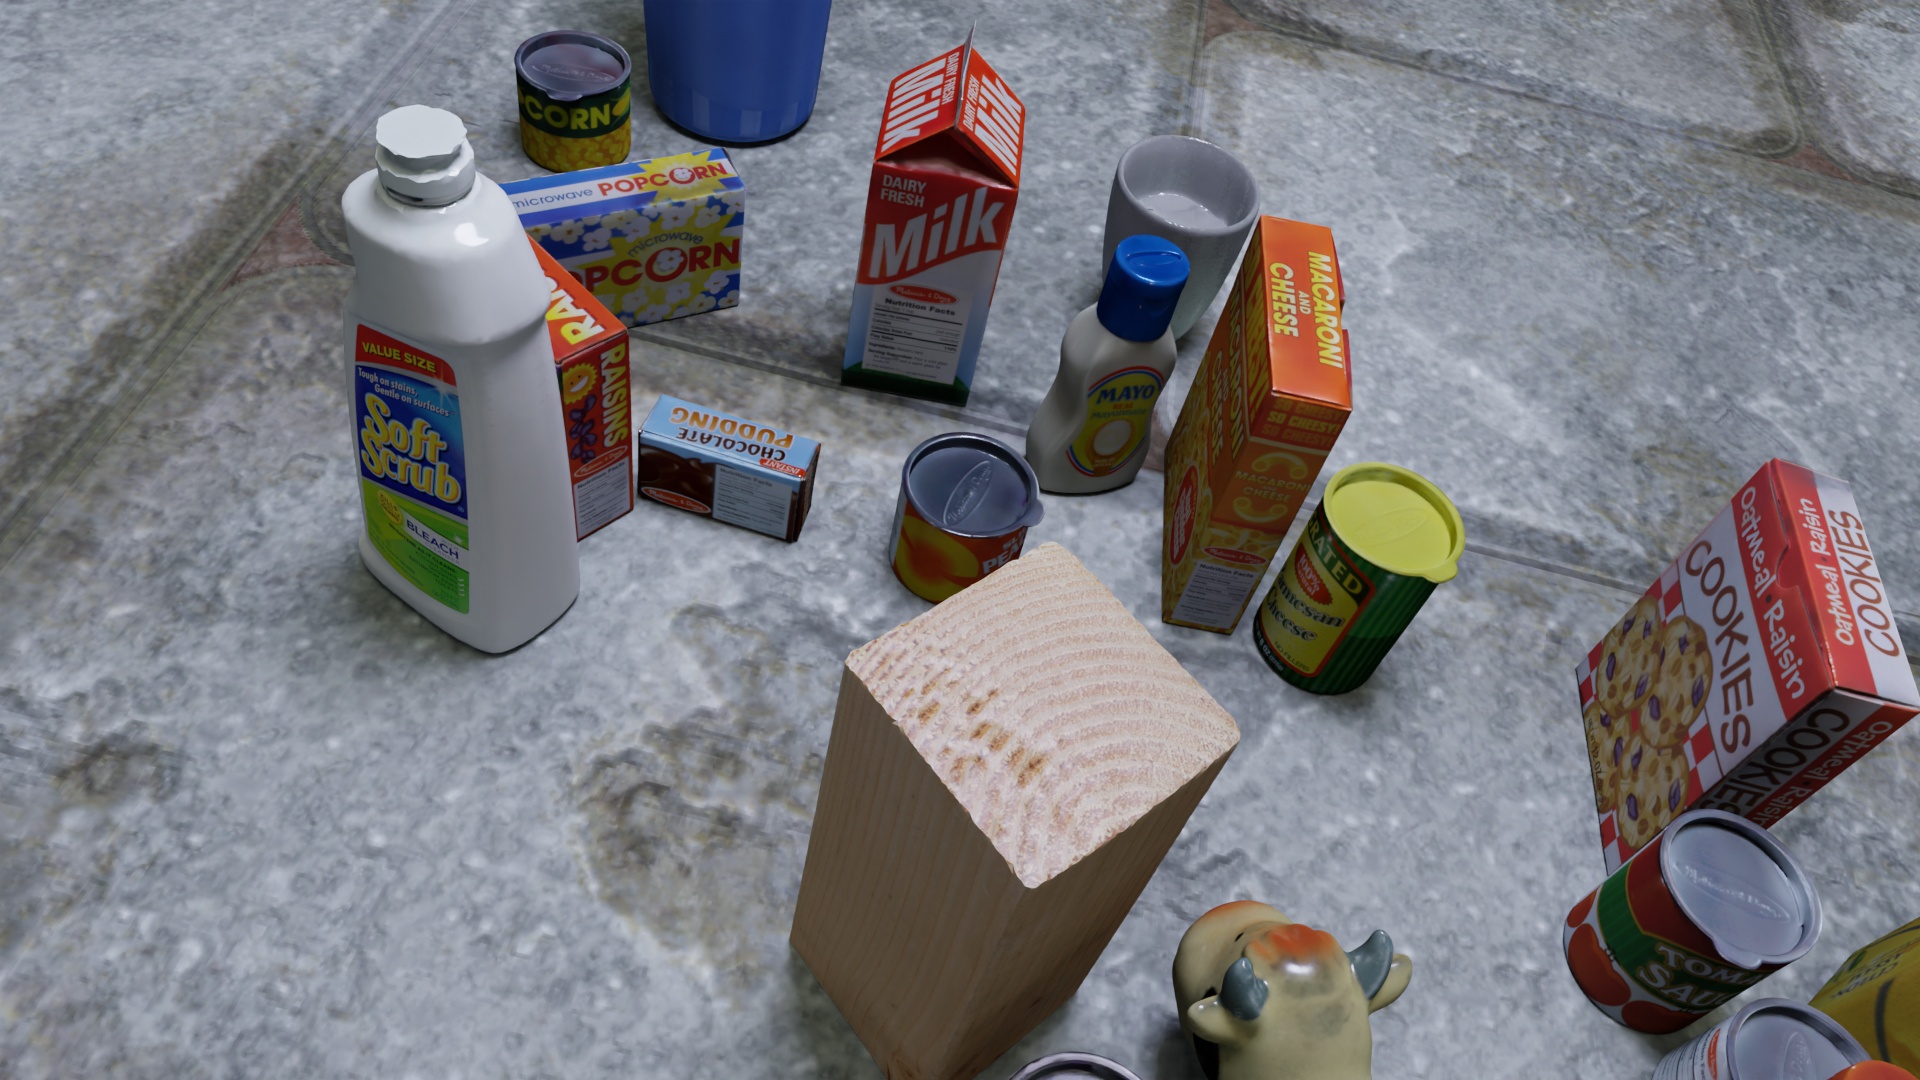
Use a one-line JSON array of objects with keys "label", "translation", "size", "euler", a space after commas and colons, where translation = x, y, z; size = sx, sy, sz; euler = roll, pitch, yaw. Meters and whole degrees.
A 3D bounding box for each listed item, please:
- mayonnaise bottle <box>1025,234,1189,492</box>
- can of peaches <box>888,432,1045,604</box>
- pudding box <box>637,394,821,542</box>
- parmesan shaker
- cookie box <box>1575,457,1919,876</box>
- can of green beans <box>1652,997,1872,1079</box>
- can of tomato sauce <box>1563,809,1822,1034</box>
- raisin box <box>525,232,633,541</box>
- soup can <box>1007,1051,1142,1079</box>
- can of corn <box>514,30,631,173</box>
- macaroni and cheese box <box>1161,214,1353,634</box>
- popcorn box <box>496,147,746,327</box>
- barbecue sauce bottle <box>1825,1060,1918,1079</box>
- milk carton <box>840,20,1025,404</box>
[{"label": "mayonnaise bottle", "translation": [0.077, -0.085, 0.699], "size": [0.065, 0.147, 0.041], "euler": [-7, 53, -17]}, {"label": "can of peaches", "translation": [0.002, -0.009, 0.679], "size": [0.071, 0.057, 0.071], "euler": [6, 50, -7]}, {"label": "pudding box", "translation": [-0.114, -0.035, 0.680], "size": [0.084, 0.049, 0.030], "euler": [16, 50, 1]}, {"label": "parmesan shaker", "translation": [0.189, 0.023, 0.665], "size": [0.071, 0.102, 0.072], "euler": [6, 50, -7]}, {"label": "cookie box", "translation": [0.341, 0.064, 0.623], "size": [0.040, 0.166, 0.123], "euler": [14, 50, -1]}, {"label": "can of green beans", "translation": [0.324, 0.227, 0.558], "size": [0.071, 0.057, 0.071], "euler": [6, 50, -7]}, {"label": "can of tomato sauce", "translation": [0.307, 0.165, 0.588], "size": [0.071, 0.082, 0.071], "euler": [6, 50, -7]}, {"label": "raisin box", "translation": [-0.193, -0.070, 0.644], "size": [0.040, 0.122, 0.086], "euler": [-33, 64, -32]}, {"label": "soup can", "translation": [0.036, 0.224, 0.479], "size": [0.071, 0.083, 0.072], "euler": [6, 50, -7]}, {"label": "can of corn", "translation": [-0.232, -0.260, 0.833], "size": [0.071, 0.058, 0.071], "euler": [6, 50, -7]}, {"label": "macaroni and cheese box", "translation": [0.139, -0.053, 0.675], "size": [0.040, 0.165, 0.124], "euler": [11, 50, -4]}, {"label": "popcorn box", "translation": [-0.181, -0.156, 0.741], "size": [0.127, 0.084, 0.038], "euler": [-17, 57, -24]}, {"label": "barbecue sauce bottle", "translation": [0.282, 0.226, 0.490], "size": [0.065, 0.147, 0.044], "euler": [7, 50, -7]}, {"label": "milk carton", "translation": [-0.013, -0.165, 0.717], "size": [0.073, 0.189, 0.073], "euler": [10, 50, -5]}]
